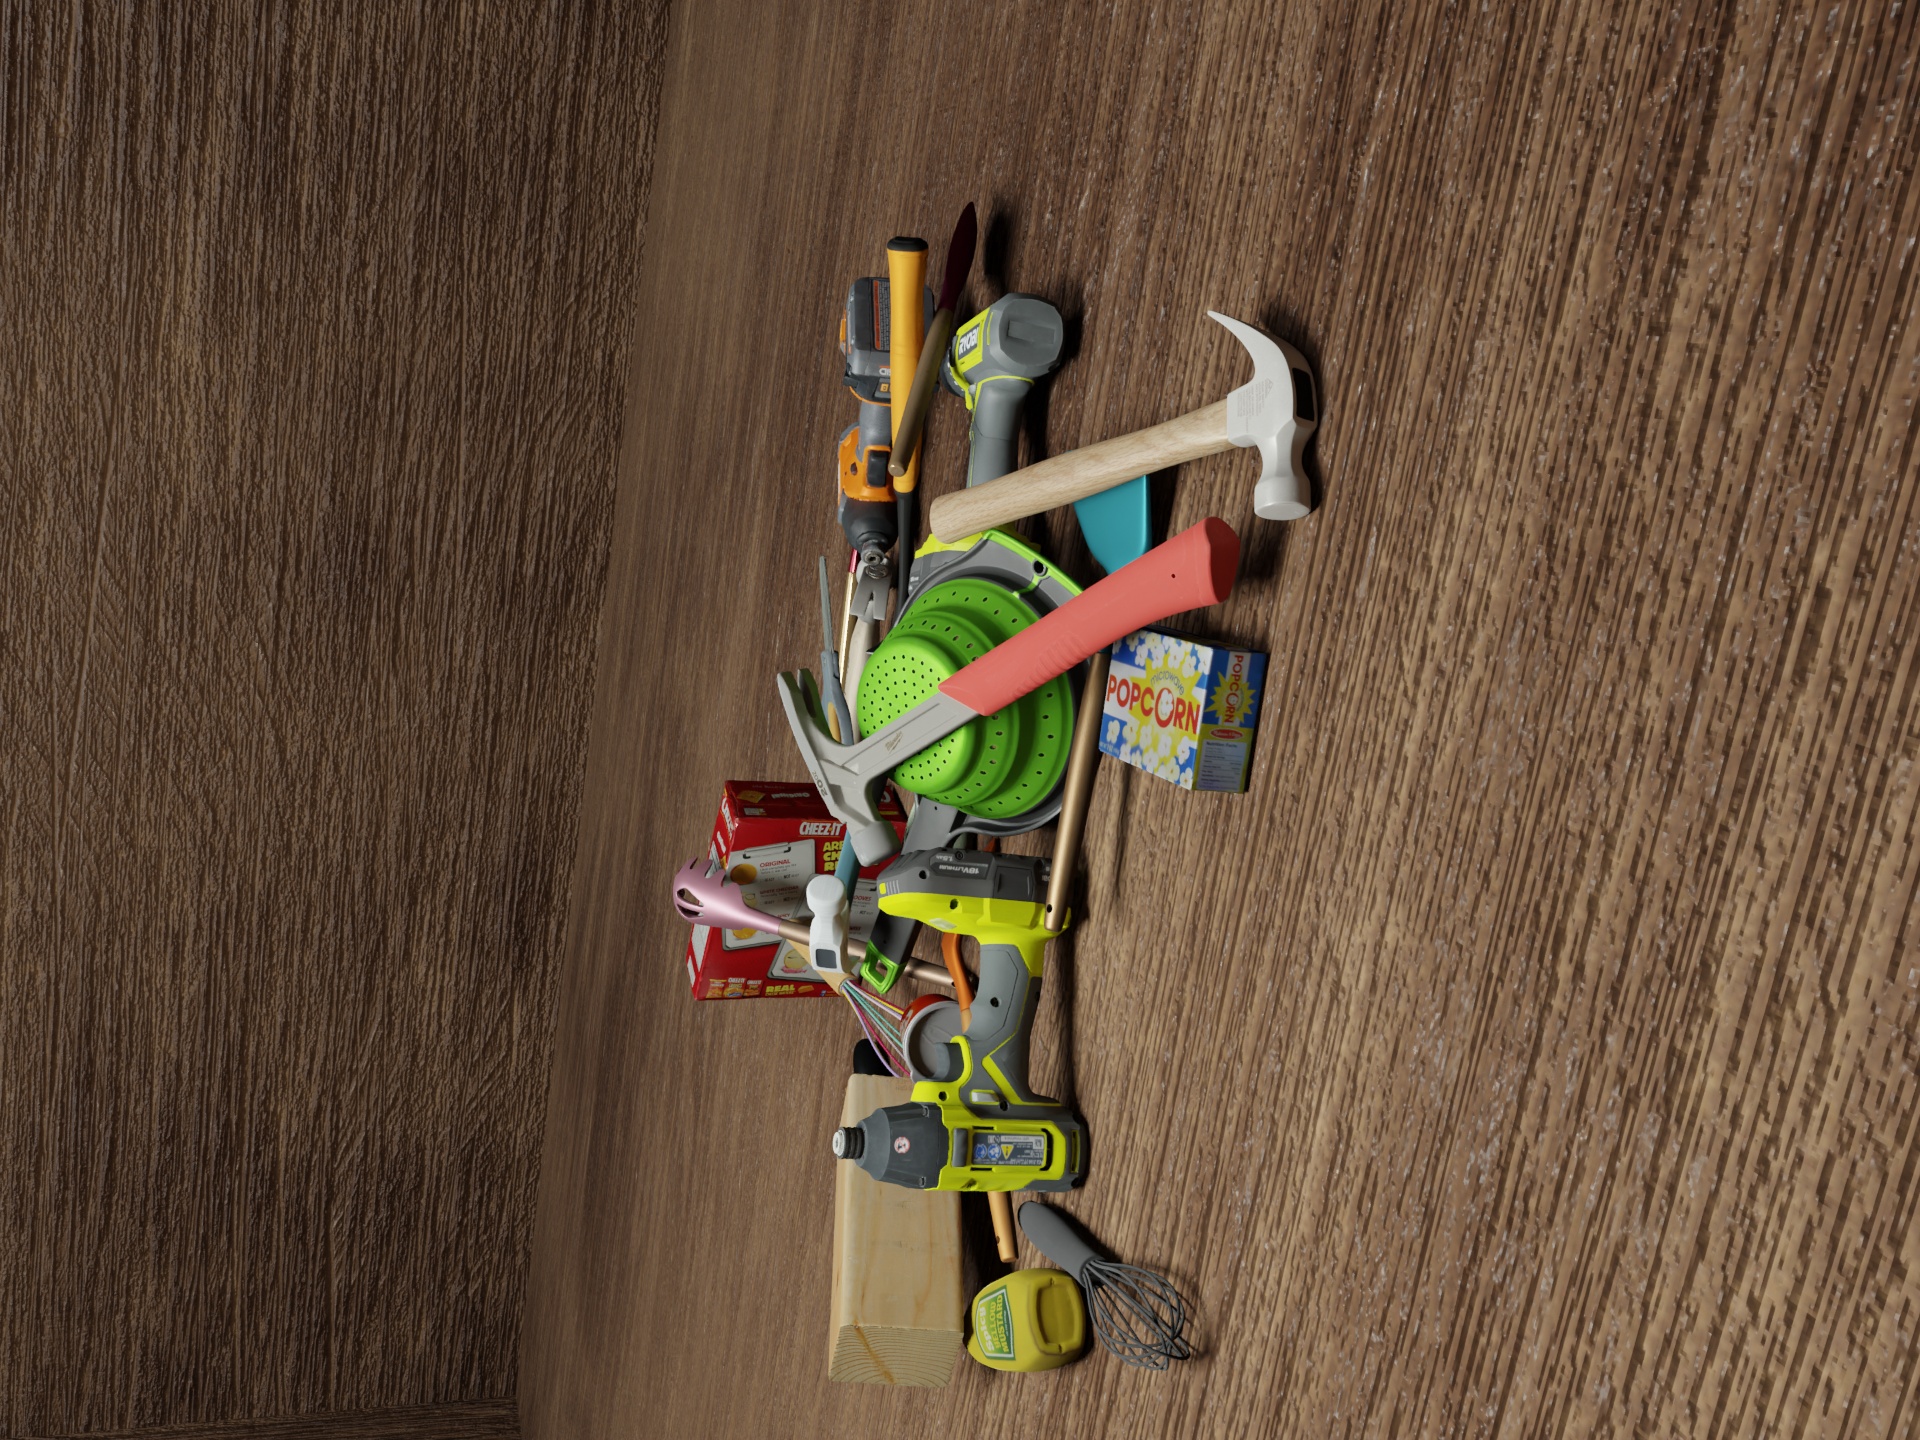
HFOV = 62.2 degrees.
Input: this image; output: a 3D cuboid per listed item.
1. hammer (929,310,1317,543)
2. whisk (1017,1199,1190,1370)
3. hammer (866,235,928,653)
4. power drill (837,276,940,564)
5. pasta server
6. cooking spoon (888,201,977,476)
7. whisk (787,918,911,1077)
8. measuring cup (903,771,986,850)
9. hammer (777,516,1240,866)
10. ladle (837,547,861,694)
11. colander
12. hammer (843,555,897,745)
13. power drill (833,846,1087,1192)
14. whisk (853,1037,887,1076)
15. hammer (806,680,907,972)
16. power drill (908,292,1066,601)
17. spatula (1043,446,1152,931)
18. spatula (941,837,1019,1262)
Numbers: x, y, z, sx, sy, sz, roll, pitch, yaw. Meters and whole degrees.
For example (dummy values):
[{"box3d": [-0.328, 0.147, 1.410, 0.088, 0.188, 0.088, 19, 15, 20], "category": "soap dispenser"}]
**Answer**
[{"box3d": [0.089, -0.163, 1.007, 0.331, 0.031, 0.130, -9, 75, 51], "category": "hammer"}, {"box3d": [0.082, 0.352, 1.017, 0.239, 0.055, 0.055, -174, 88, -72], "category": "whisk"}, {"box3d": [-0.046, -0.219, 1.298, 0.127, 0.034, 0.336, -65, -21, -61], "category": "hammer"}, {"box3d": [-0.071, -0.258, 1.417, 0.226, 0.084, 0.164, 103, 167, -50], "category": "power drill"}, {"box3d": [-0.123, 0.179, 1.345, 0.316, 0.040, 0.060, 12, 113, 27], "category": "pasta server"}, {"box3d": [-0.017, -0.303, 1.255, 0.068, 0.017, 0.319, 93, -171, -52], "category": "cooking spoon"}, {"box3d": [-0.082, 0.239, 1.371, 0.245, 0.051, 0.047, 36, 97, 44], "category": "whisk"}, {"box3d": [0.001, 0.077, 1.281, 0.167, 0.038, 0.083, 128, 145, -47], "category": "measuring cup"}, {"box3d": [0.024, -0.037, 1.007, 0.359, 0.036, 0.149, -32, 79, 38], "category": "hammer"}, {"box3d": [-0.111, -0.124, 1.607, 0.069, 0.031, 0.315, -81, -3, -79], "category": "ladle"}, {"box3d": [-0.031, 0.057, 1.162, 0.205, 0.094, 0.396, 39, 124, 29], "category": "colander"}, {"box3d": [-0.112, 0.054, 1.524, 0.146, 0.038, 0.410, -88, 8, -68], "category": "hammer"}, {"box3d": [0.002, 0.204, 1.081, 0.080, 0.171, 0.223, 154, 121, -64], "category": "power drill"}, {"box3d": [-0.060, 0.376, 1.360, 0.285, 0.070, 0.070, -110, 32, -55], "category": "whisk"}, {"box3d": [-0.081, 0.074, 1.335, 0.331, 0.033, 0.128, -78, -7, -49], "category": "hammer"}, {"box3d": [0.016, -0.206, 1.247, 0.190, 0.080, 0.228, -174, 90, -74], "category": "power drill"}, {"box3d": [0.080, -0.020, 1.041, 0.082, 0.044, 0.317, 6, 85, 51], "category": "spatula"}, {"box3d": [0.020, 0.240, 1.187, 0.081, 0.041, 0.323, 123, 146, -48], "category": "spatula"}]
